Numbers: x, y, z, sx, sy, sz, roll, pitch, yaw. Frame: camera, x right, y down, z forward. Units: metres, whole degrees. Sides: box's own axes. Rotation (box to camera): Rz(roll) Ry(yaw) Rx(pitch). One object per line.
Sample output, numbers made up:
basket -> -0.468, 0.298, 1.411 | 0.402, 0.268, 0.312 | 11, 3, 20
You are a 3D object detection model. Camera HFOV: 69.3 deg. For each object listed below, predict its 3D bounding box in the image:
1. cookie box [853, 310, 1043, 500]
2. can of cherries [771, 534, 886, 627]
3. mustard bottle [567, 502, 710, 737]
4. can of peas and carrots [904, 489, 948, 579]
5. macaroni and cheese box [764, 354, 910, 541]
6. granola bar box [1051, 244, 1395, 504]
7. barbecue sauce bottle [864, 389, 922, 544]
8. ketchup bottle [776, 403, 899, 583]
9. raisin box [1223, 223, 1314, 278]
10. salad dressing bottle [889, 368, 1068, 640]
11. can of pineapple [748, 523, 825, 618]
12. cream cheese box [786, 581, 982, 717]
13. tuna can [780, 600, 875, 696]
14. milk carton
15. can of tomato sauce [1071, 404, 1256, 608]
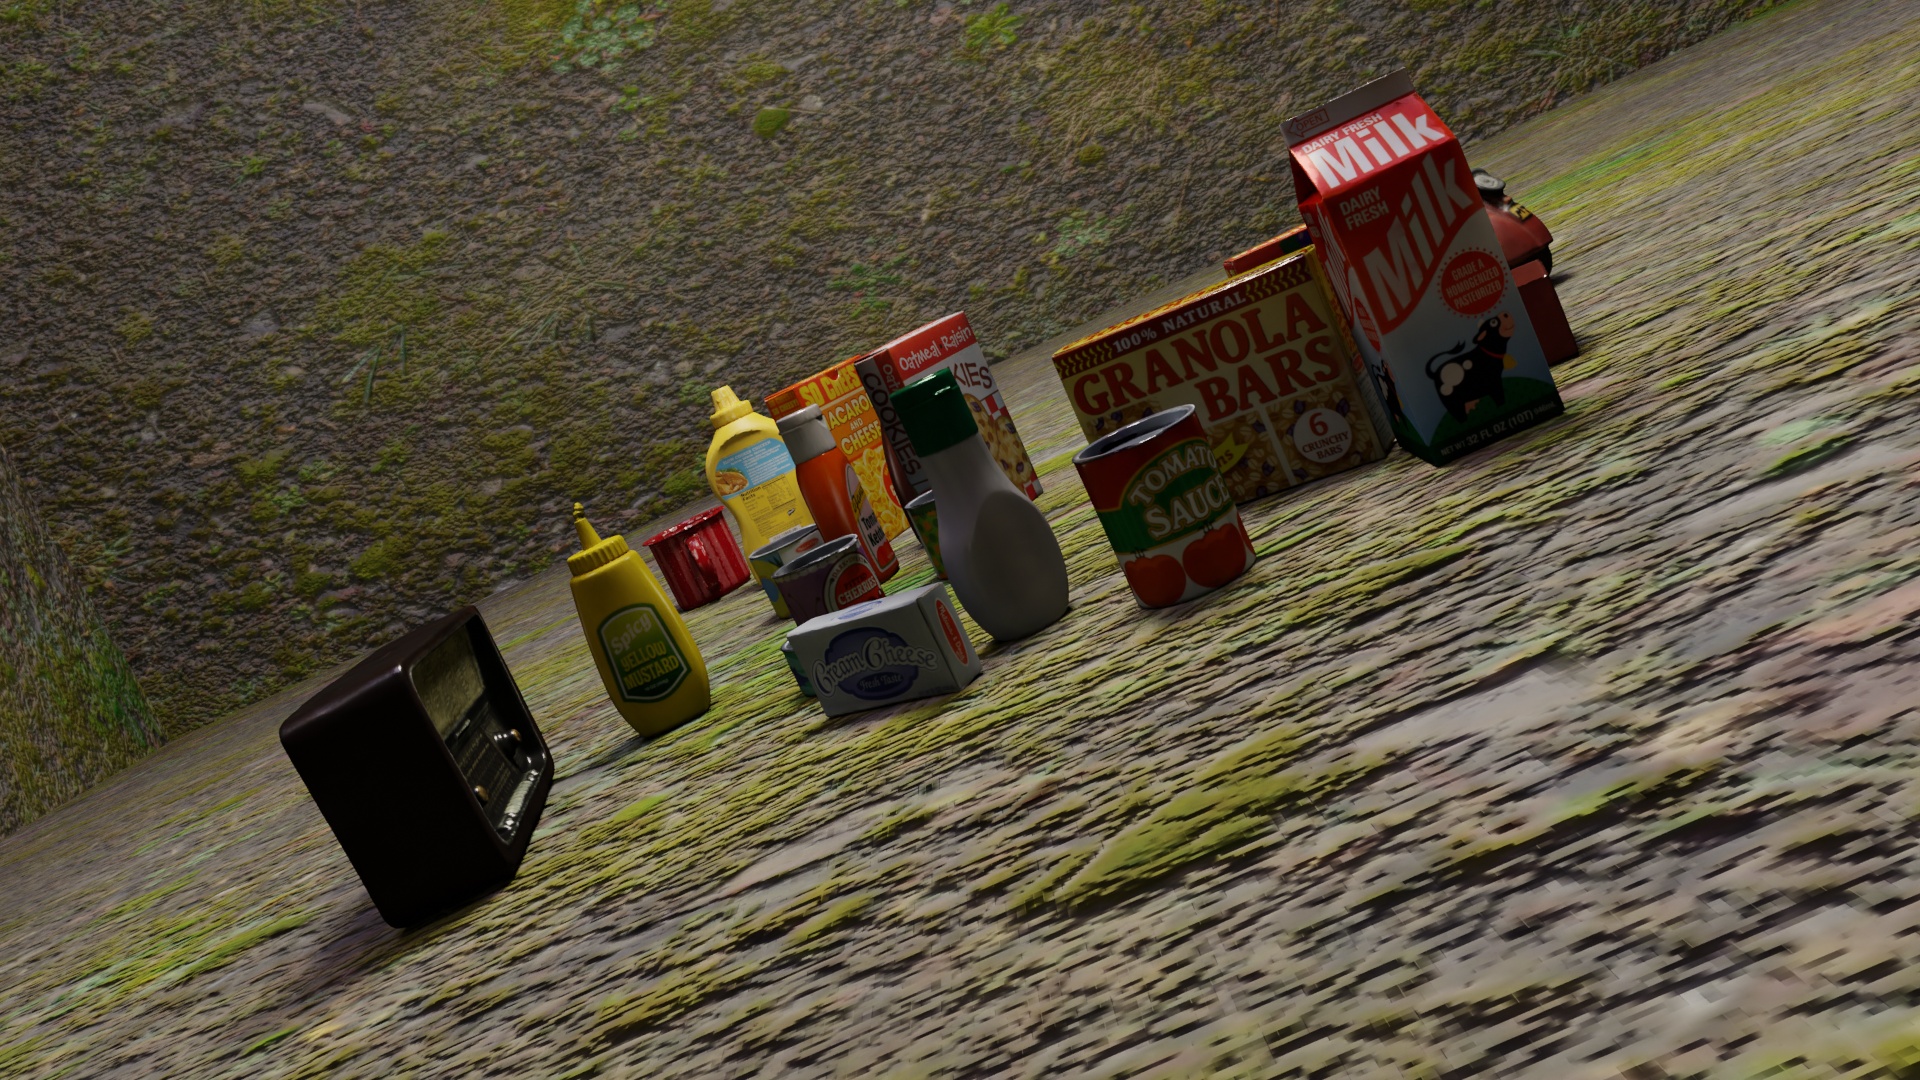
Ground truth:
cookie box -> -0.007, -0.089, 1.111 | 0.040, 0.167, 0.123 | -19, 11, 35
can of cherries -> -0.088, 0.035, 0.968 | 0.071, 0.058, 0.071 | -24, 9, 4
mustard bottle -> -0.222, 0.049, 0.918 | 0.065, 0.160, 0.049 | -27, 9, -10
can of peas and carrots -> 0.004, -0.013, 0.998 | 0.071, 0.058, 0.071 | -24, 9, 4
macaroni and cheese box -> -0.100, -0.078, 1.293 | 0.040, 0.166, 0.124 | -19, 11, 32
granola bar box -> 0.152, -0.084, 0.814 | 0.165, 0.124, 0.039 | -19, 10, 31
barbecue sauce bottle -> -0.035, -0.074, 1.159 | 0.065, 0.148, 0.043 | -28, 9, -20
ketchup bottle -> -0.099, -0.034, 1.100 | 0.043, 0.148, 0.065 | -22, 9, 16
raisin box -> 0.249, -0.157, 0.974 | 0.086, 0.123, 0.040 | -24, 9, 6
salad dressing bottle -> 0.009, -0.020, 0.752 | 0.064, 0.147, 0.044 | -30, 10, -28
can of pineapple -> -0.133, 0.025, 1.141 | 0.071, 0.057, 0.071 | -24, 9, 4
cream cheese box -> -0.042, 0.059, 0.734 | 0.103, 0.053, 0.024 | -17, 12, 40
tuna can -> -0.072, 0.065, 0.841 | 0.071, 0.032, 0.071 | -24, 9, 4
milk carton -> 0.234, -0.142, 0.722 | 0.072, 0.190, 0.073 | -24, 9, 7
can of tomato sauce -> 0.103, -0.017, 0.694 | 0.071, 0.083, 0.071 | -24, 9, 4
